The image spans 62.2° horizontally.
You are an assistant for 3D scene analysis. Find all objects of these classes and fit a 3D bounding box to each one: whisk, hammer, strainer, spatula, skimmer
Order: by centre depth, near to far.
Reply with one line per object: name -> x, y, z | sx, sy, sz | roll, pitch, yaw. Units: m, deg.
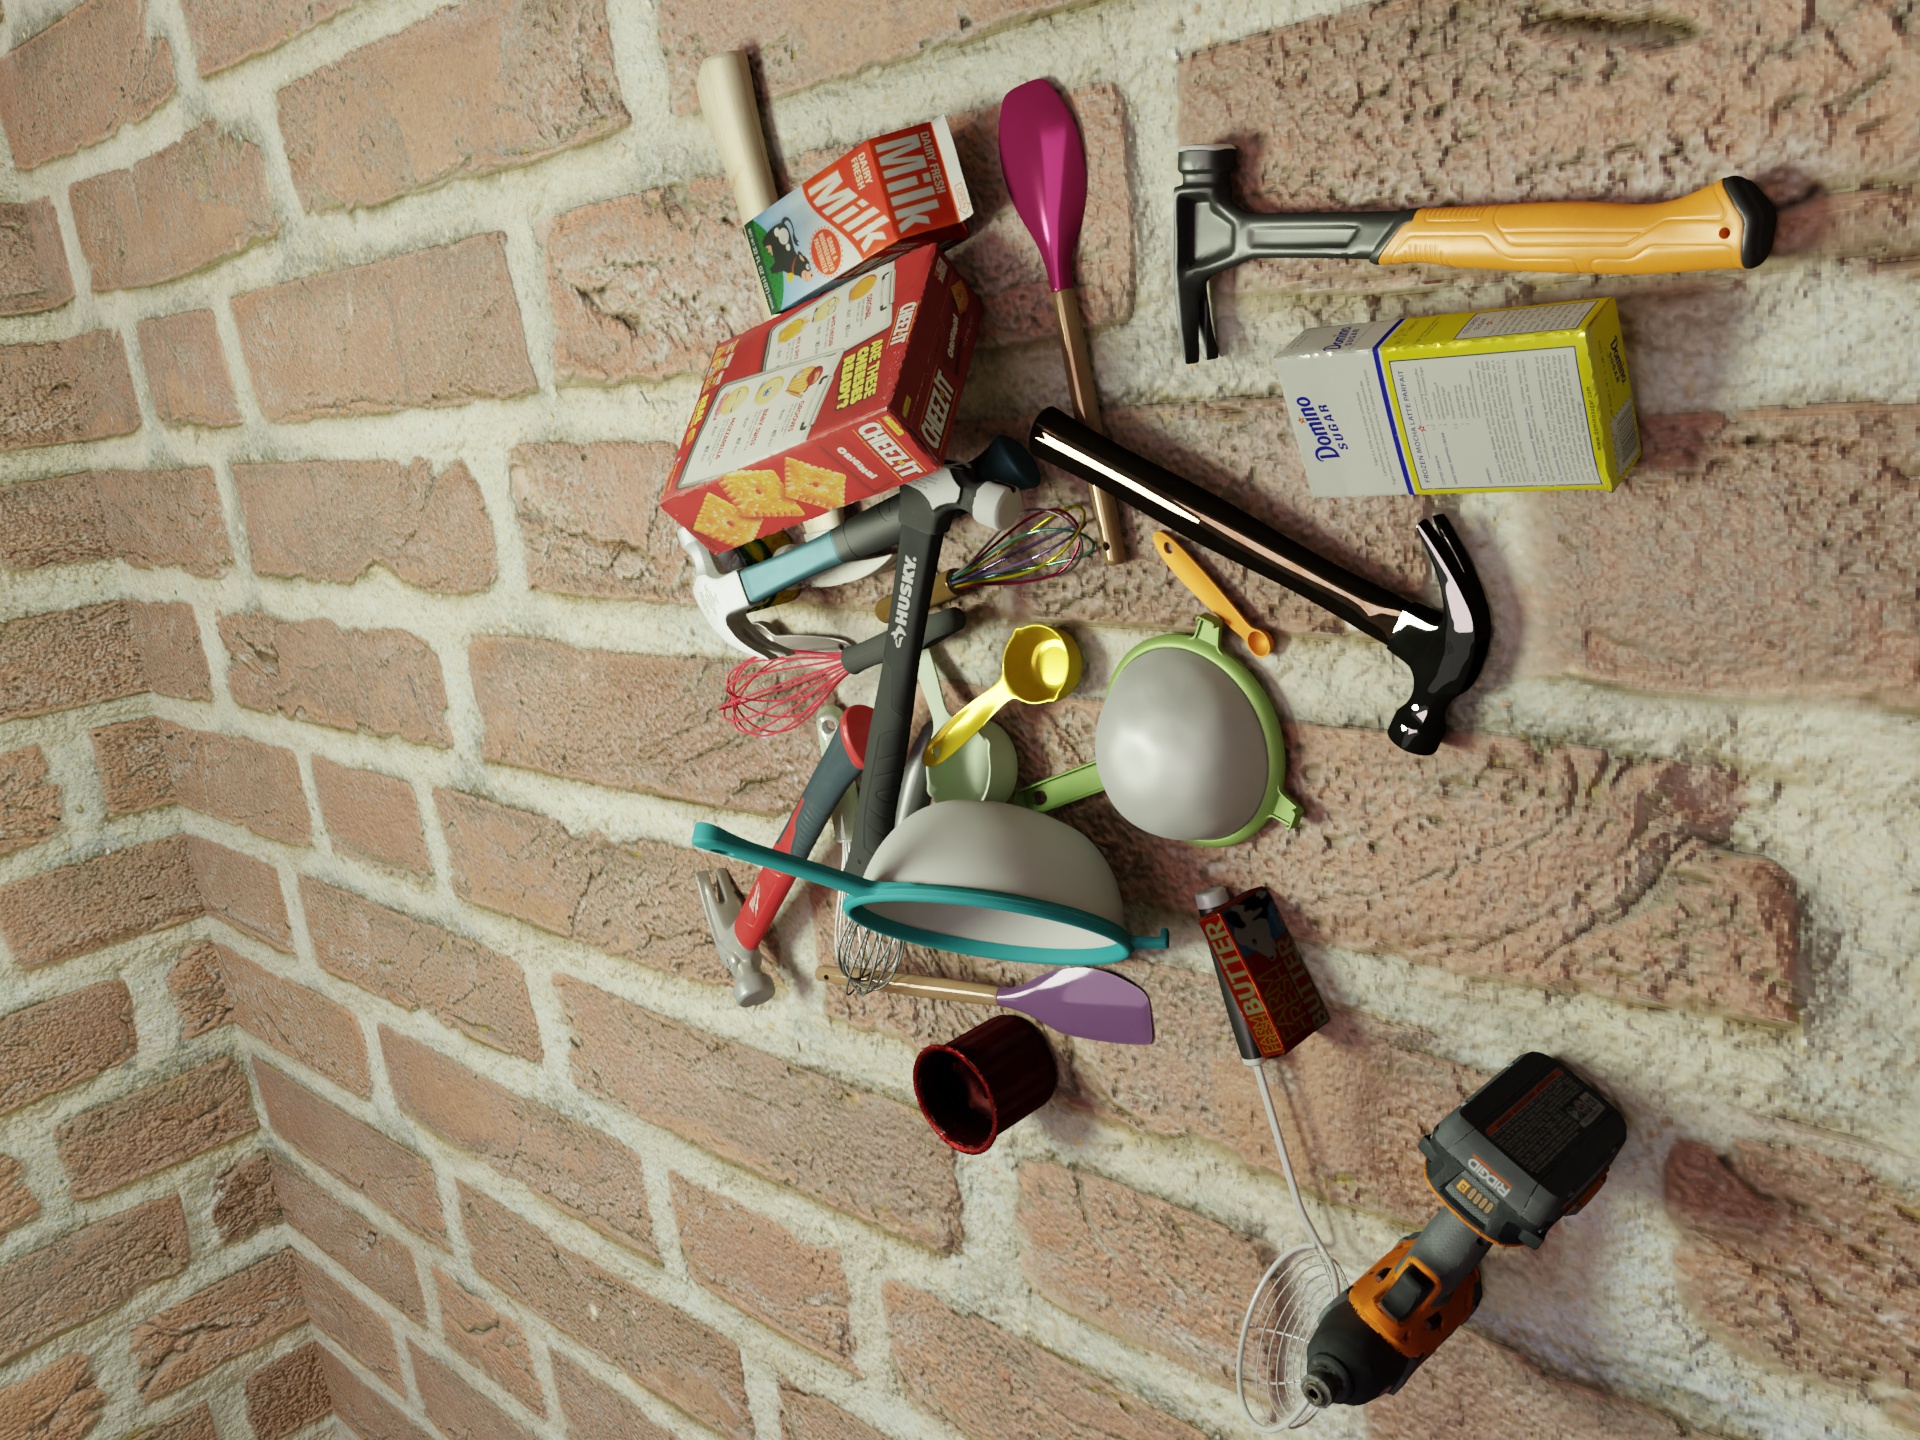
hammer -> 0.257, -0.252, 0.857 | 0.337, 0.034, 0.127 | 15, 115, 42
hammer -> 0.175, -0.115, 0.984 | 0.331, 0.031, 0.130 | 34, 126, 28
skimmer -> 0.193, 0.300, 1.096 | 0.127, 0.090, 0.363 | 174, 80, -79
strainer -> 0.105, 0.036, 1.099 | 0.256, 0.069, 0.151 | -24, 88, 48
strainer -> -0.027, 0.091, 1.120 | 0.211, 0.340, 0.095 | -17, 58, 55
hammer -> -0.050, -0.031, 1.162 | 0.146, 0.035, 0.334 | 24, 116, 29
whisk -> 0.013, -0.110, 1.168 | 0.245, 0.051, 0.047 | -17, 72, 52
hammer -> -0.080, -0.138, 1.198 | 0.331, 0.033, 0.128 | -19, 90, 36
hammer -> -0.130, -0.308, 1.237 | 0.146, 0.038, 0.410 | -3, 103, 45
spatula -> 0.010, 0.216, 1.271 | 0.316, 0.018, 0.059 | 0, 104, 34
whisk -> -0.053, 0.113, 1.277 | 0.055, 0.055, 0.239 | 25, 104, 38
whisk -> -0.100, -0.043, 1.281 | 0.296, 0.073, 0.073 | -18, 92, 44
whisk -> -0.092, 0.107, 1.356 | 0.058, 0.059, 0.246 | -7, 97, 10
hammer -> -0.150, 0.098, 1.369 | 0.143, 0.038, 0.386 | 65, 145, 28

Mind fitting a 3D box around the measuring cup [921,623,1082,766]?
measuring cup -> 0.029, -0.012, 1.165 | 0.156, 0.029, 0.062 | -41, 66, 31

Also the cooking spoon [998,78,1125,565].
cooking spoon -> 0.073, -0.260, 1.056 | 0.069, 0.017, 0.319 | -4, 102, 45

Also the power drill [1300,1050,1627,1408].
power drill -> 0.288, 0.318, 0.952 | 0.084, 0.164, 0.226 | 41, 129, 28

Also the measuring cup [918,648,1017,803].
measuring cup -> -0.002, -0.004, 1.230 | 0.083, 0.038, 0.168 | -41, 58, 42

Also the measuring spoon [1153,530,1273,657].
measuring spoon -> 0.165, -0.085, 1.037 | 0.117, 0.011, 0.021 | 51, 146, 25

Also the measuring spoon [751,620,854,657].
measuring spoon -> -0.132, -0.068, 1.351 | 0.124, 0.018, 0.034 | 8, 127, 37
